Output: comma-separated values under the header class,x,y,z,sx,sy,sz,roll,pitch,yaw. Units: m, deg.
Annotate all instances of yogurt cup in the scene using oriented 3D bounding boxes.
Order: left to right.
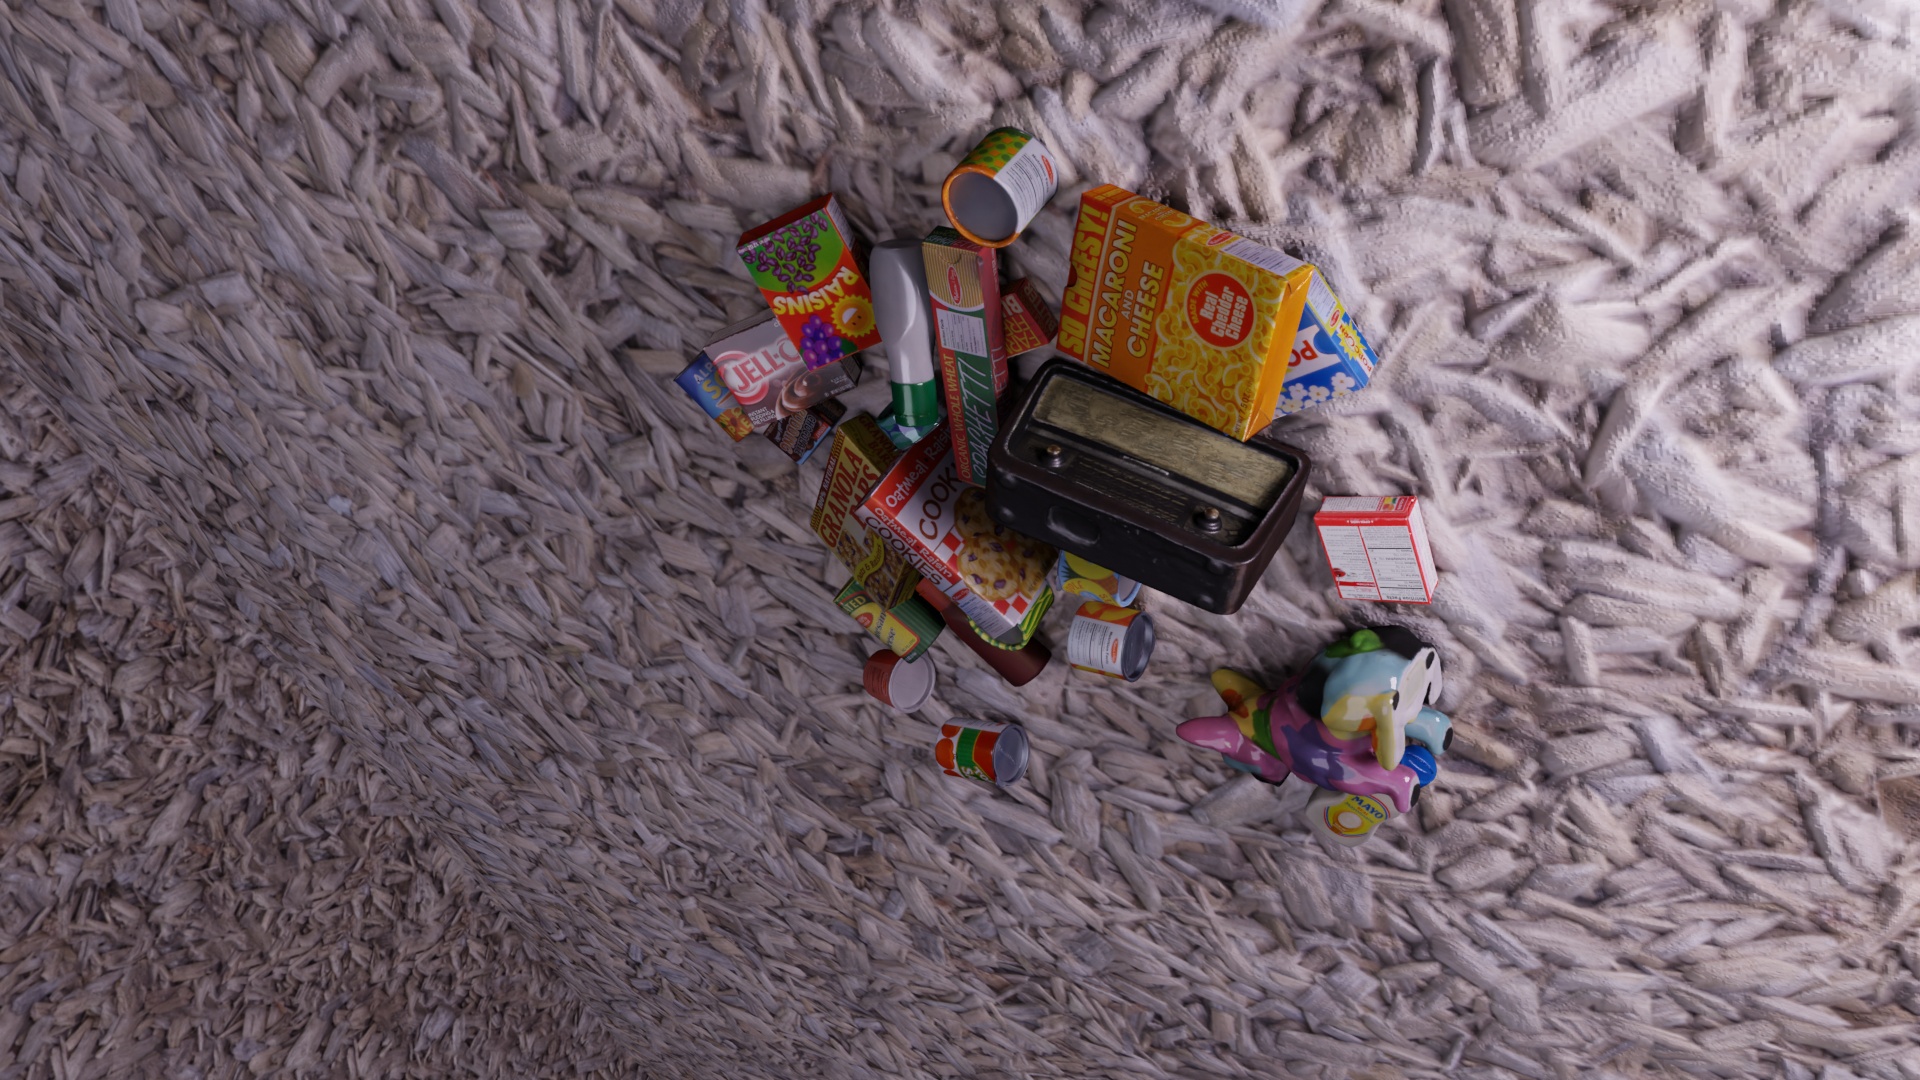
class,x,y,z,sx,sy,sz,roll,pitch,yaw
yogurt cup,-0.069,0.150,1.515,0.054,0.073,0.072,10,137,43

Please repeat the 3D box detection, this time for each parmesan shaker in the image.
class,x,y,z,sx,sy,sz,roll,pitch,yaw
parmesan shaker,-0.069,0.069,1.420,0.103,0.072,0.071,40,144,-5

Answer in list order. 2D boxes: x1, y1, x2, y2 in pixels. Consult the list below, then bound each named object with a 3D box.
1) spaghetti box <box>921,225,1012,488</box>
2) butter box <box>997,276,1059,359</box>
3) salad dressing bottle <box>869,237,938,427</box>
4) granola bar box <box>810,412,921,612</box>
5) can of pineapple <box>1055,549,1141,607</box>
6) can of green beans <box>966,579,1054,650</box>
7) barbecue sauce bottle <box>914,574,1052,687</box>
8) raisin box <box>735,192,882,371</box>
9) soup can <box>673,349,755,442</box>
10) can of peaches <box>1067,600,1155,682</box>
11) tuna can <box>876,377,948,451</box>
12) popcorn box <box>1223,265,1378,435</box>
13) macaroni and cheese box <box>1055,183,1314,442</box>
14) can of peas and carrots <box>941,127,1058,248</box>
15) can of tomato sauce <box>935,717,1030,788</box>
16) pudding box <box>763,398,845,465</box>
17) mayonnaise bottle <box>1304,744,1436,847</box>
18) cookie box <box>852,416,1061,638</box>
class,x,y,z,sx,sy,sz,roll,pitch,yaw
spaghetti box,0.011,-0.138,1.113,0.050,0.029,0.248,17,142,23
butter box,0.026,-0.171,1.110,0.103,0.024,0.053,-12,123,46
salad dressing bottle,-0.041,-0.166,1.116,0.064,0.044,0.147,22,124,46
granola bar box,-0.080,-0.025,1.320,0.124,0.039,0.164,48,147,17
can of pineapple,0.123,0.021,1.206,0.058,0.071,0.070,15,139,26
can of green beans,0.047,0.063,1.324,0.071,0.058,0.071,22,142,19
barbecue sauce bottle,0.019,0.082,1.382,0.148,0.044,0.064,42,149,-6
raisin box,-0.116,-0.211,1.143,0.086,0.040,0.123,-21,119,16
soup can,-0.215,-0.144,1.303,0.083,0.072,0.071,45,143,-13
can of peaches,0.139,0.092,1.277,0.058,0.071,0.071,11,137,31
tuna can,-0.040,-0.109,1.196,0.033,0.071,0.071,50,142,-15
popcorn box,0.218,-0.131,0.984,0.126,0.038,0.085,-19,116,49
macaroni and cheese box,0.148,-0.159,0.958,0.167,0.040,0.123,31,132,29
can of peas and carrots,0.026,-0.251,0.992,0.071,0.059,0.070,22,141,19
can of tomato sauce,0.023,0.232,1.523,0.083,0.071,0.071,2,132,39
pudding box,-0.148,-0.112,1.315,0.049,0.030,0.083,40,144,-7
mayonnaise bottle,0.373,0.228,1.254,0.065,0.041,0.147,36,145,4
cookie box,0.004,-0.015,1.217,0.167,0.123,0.040,42,143,-8
